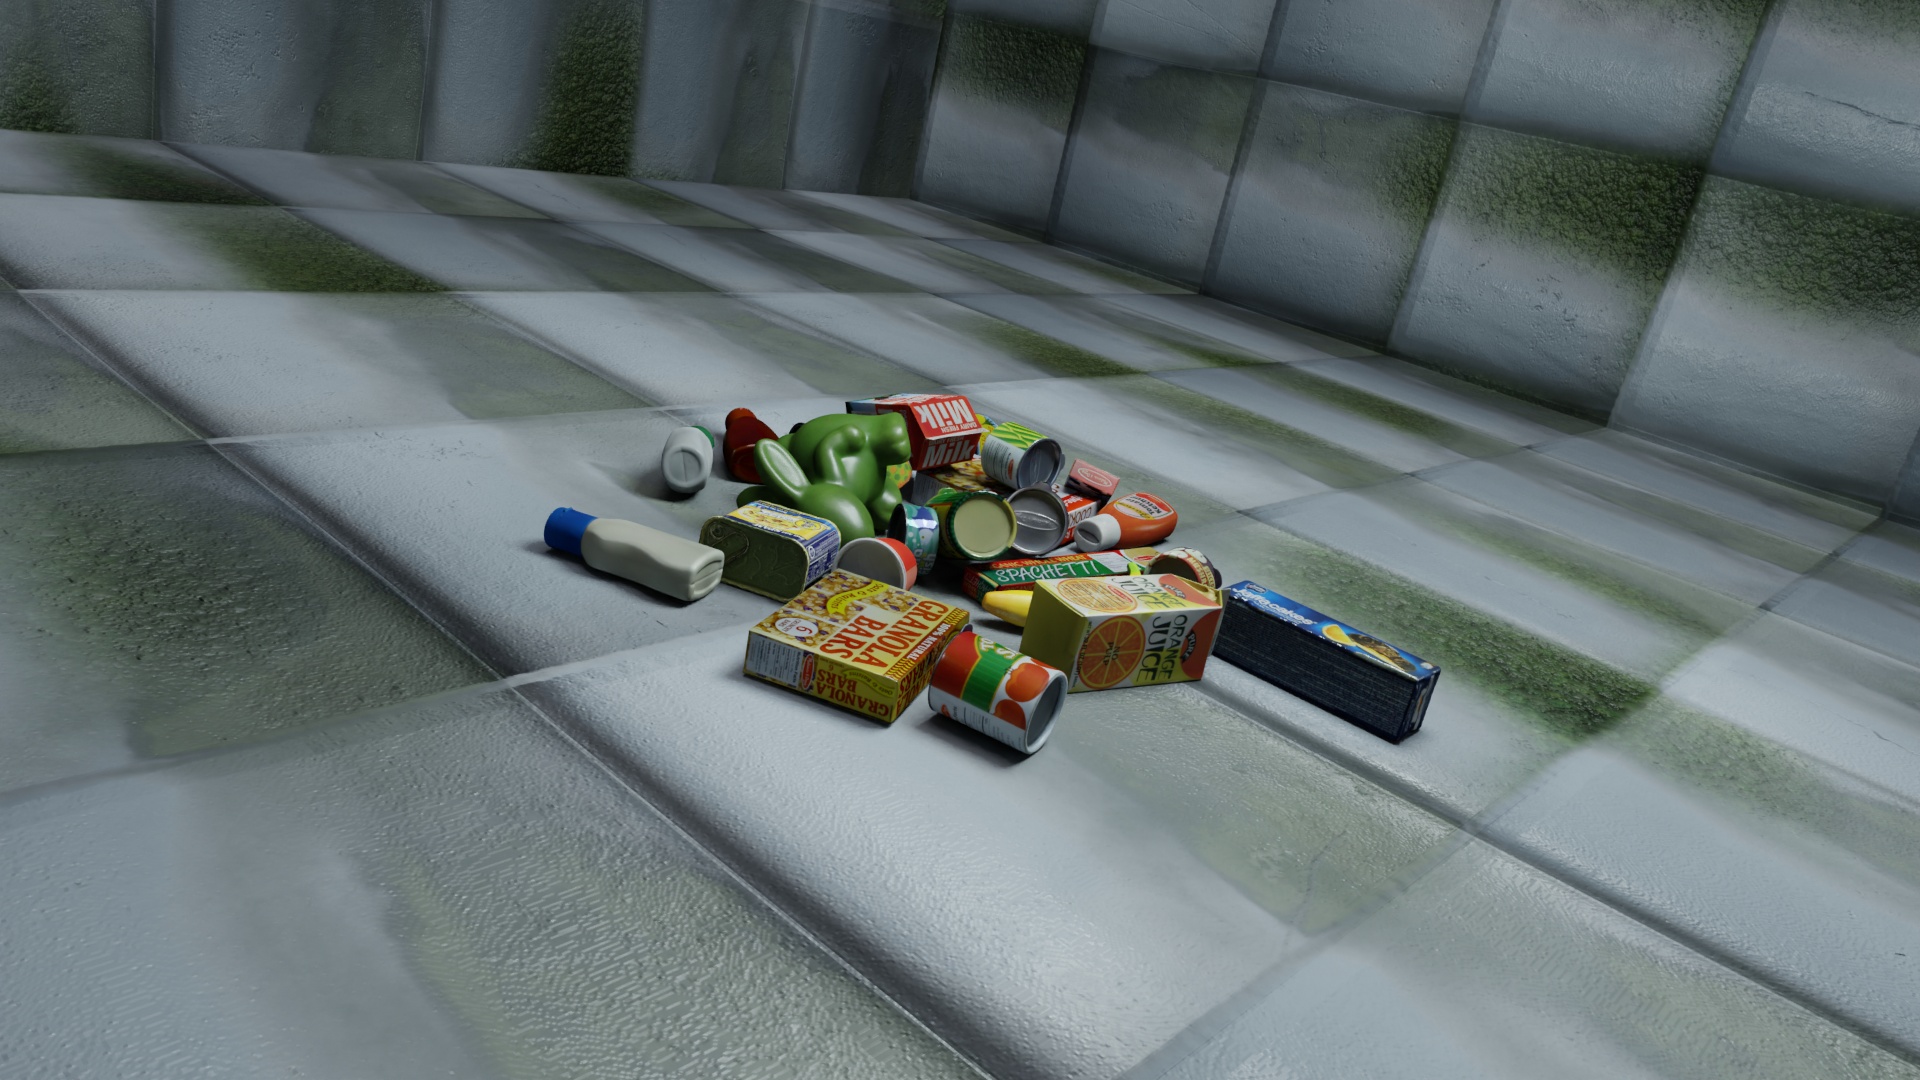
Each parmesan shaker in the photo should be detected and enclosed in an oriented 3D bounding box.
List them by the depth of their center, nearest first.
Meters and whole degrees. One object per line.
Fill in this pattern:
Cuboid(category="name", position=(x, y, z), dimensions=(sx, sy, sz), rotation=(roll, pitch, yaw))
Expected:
Cuboid(category="parmesan shaker", position=(0.005, -0.016, 1.303), dimensions=(0.071, 0.071, 0.103), rotation=(6, -2, -17))

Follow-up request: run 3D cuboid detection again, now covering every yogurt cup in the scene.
Cuboid(category="yogurt cup", position=(-0.071, 0.028, 1.201), dimensions=(0.072, 0.072, 0.054), rotation=(18, 12, 14))

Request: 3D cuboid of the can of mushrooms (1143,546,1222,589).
Cuboid(category="can of mushrooms", position=(0.211, 0.041, 1.327), dimensions=(0.071, 0.070, 0.033), rotation=(25, 24, 32))

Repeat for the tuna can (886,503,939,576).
Cuboid(category="tuna can", position=(-0.044, 0.002, 1.285), dimensions=(0.033, 0.070, 0.071), rotation=(7, 20, -18))

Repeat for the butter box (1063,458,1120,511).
Cuboid(category="butter box", position=(0.142, -0.059, 1.537), dimensions=(0.053, 0.024, 0.103), rotation=(25, -11, 4))

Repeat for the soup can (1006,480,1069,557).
Cuboid(category="soup can", position=(0.068, -0.019, 1.360), dimensions=(0.071, 0.071, 0.083), rotation=(11, -4, -4))

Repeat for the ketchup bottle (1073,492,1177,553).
Cuboid(category="ketchup bottle", position=(0.174, -0.016, 1.496), dimensions=(0.065, 0.043, 0.149), rotation=(31, 27, 27))

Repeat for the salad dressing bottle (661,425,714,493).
Cuboid(category="salad dressing bottle", position=(-0.272, -0.087, 1.402), dimensions=(0.044, 0.064, 0.148), rotation=(-6, 14, -4))

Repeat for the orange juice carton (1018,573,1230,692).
Cuboid(category="orange juice carton", position=(0.153, 0.076, 1.192), dimensions=(0.193, 0.071, 0.073), rotation=(-1, 24, -33))

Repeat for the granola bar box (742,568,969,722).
Cuboid(category="granola bar box", position=(-0.078, 0.079, 1.092), dimensions=(0.124, 0.039, 0.166), rotation=(17, 20, 14))

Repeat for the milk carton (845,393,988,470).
Cuboid(category="milk carton", position=(-0.048, -0.119, 1.507), dimensions=(0.072, 0.073, 0.190), rotation=(-12, 12, -29))

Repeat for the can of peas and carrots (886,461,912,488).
Cuboid(category="can of peas and carrots", position=(-0.092, -0.081, 1.433), dimensions=(0.071, 0.058, 0.071), rotation=(-20, 29, 12))

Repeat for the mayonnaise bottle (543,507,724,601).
Cuboid(category="mayonnaise bottle", position=(-0.276, 0.009, 1.163), dimensions=(0.148, 0.041, 0.065), rotation=(17, 19, 15))

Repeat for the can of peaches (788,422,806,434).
Cuboid(category="can of peaches", position=(-0.147, -0.091, 1.478), dimensions=(0.058, 0.071, 0.071), rotation=(-2, 24, -36))

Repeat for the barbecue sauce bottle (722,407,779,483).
Cuboid(category="barbecue sauce bottle", position=(-0.227, -0.106, 1.498), dimensions=(0.065, 0.043, 0.149), rotation=(4, 21, -19))

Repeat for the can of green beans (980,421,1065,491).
Cuboid(category="can of green beans", position=(0.064, -0.086, 1.464), dimensions=(0.071, 0.071, 0.058), rotation=(-7, 26, -43))

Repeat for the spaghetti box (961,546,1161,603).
Cuboid(category="spaghetti box", position=(0.111, 0.035, 1.339), dimensions=(0.251, 0.028, 0.050), rotation=(-5, 26, -39))

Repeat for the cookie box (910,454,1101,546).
Cuboid(category="cookie box", position=(0.050, -0.042, 1.497), dimensions=(0.167, 0.040, 0.123), rotation=(21, 22, 26))

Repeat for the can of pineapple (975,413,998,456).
Cuboid(category="can of pineapple", position=(0.009, -0.112, 1.621), dimensions=(0.071, 0.070, 0.058), rotation=(21, 22, 23))

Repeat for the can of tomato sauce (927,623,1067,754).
Cuboid(category="can of tomato sauce", position=(0.029, 0.110, 1.028), dimensions=(0.083, 0.071, 0.071), rotation=(22, 22, 24))
